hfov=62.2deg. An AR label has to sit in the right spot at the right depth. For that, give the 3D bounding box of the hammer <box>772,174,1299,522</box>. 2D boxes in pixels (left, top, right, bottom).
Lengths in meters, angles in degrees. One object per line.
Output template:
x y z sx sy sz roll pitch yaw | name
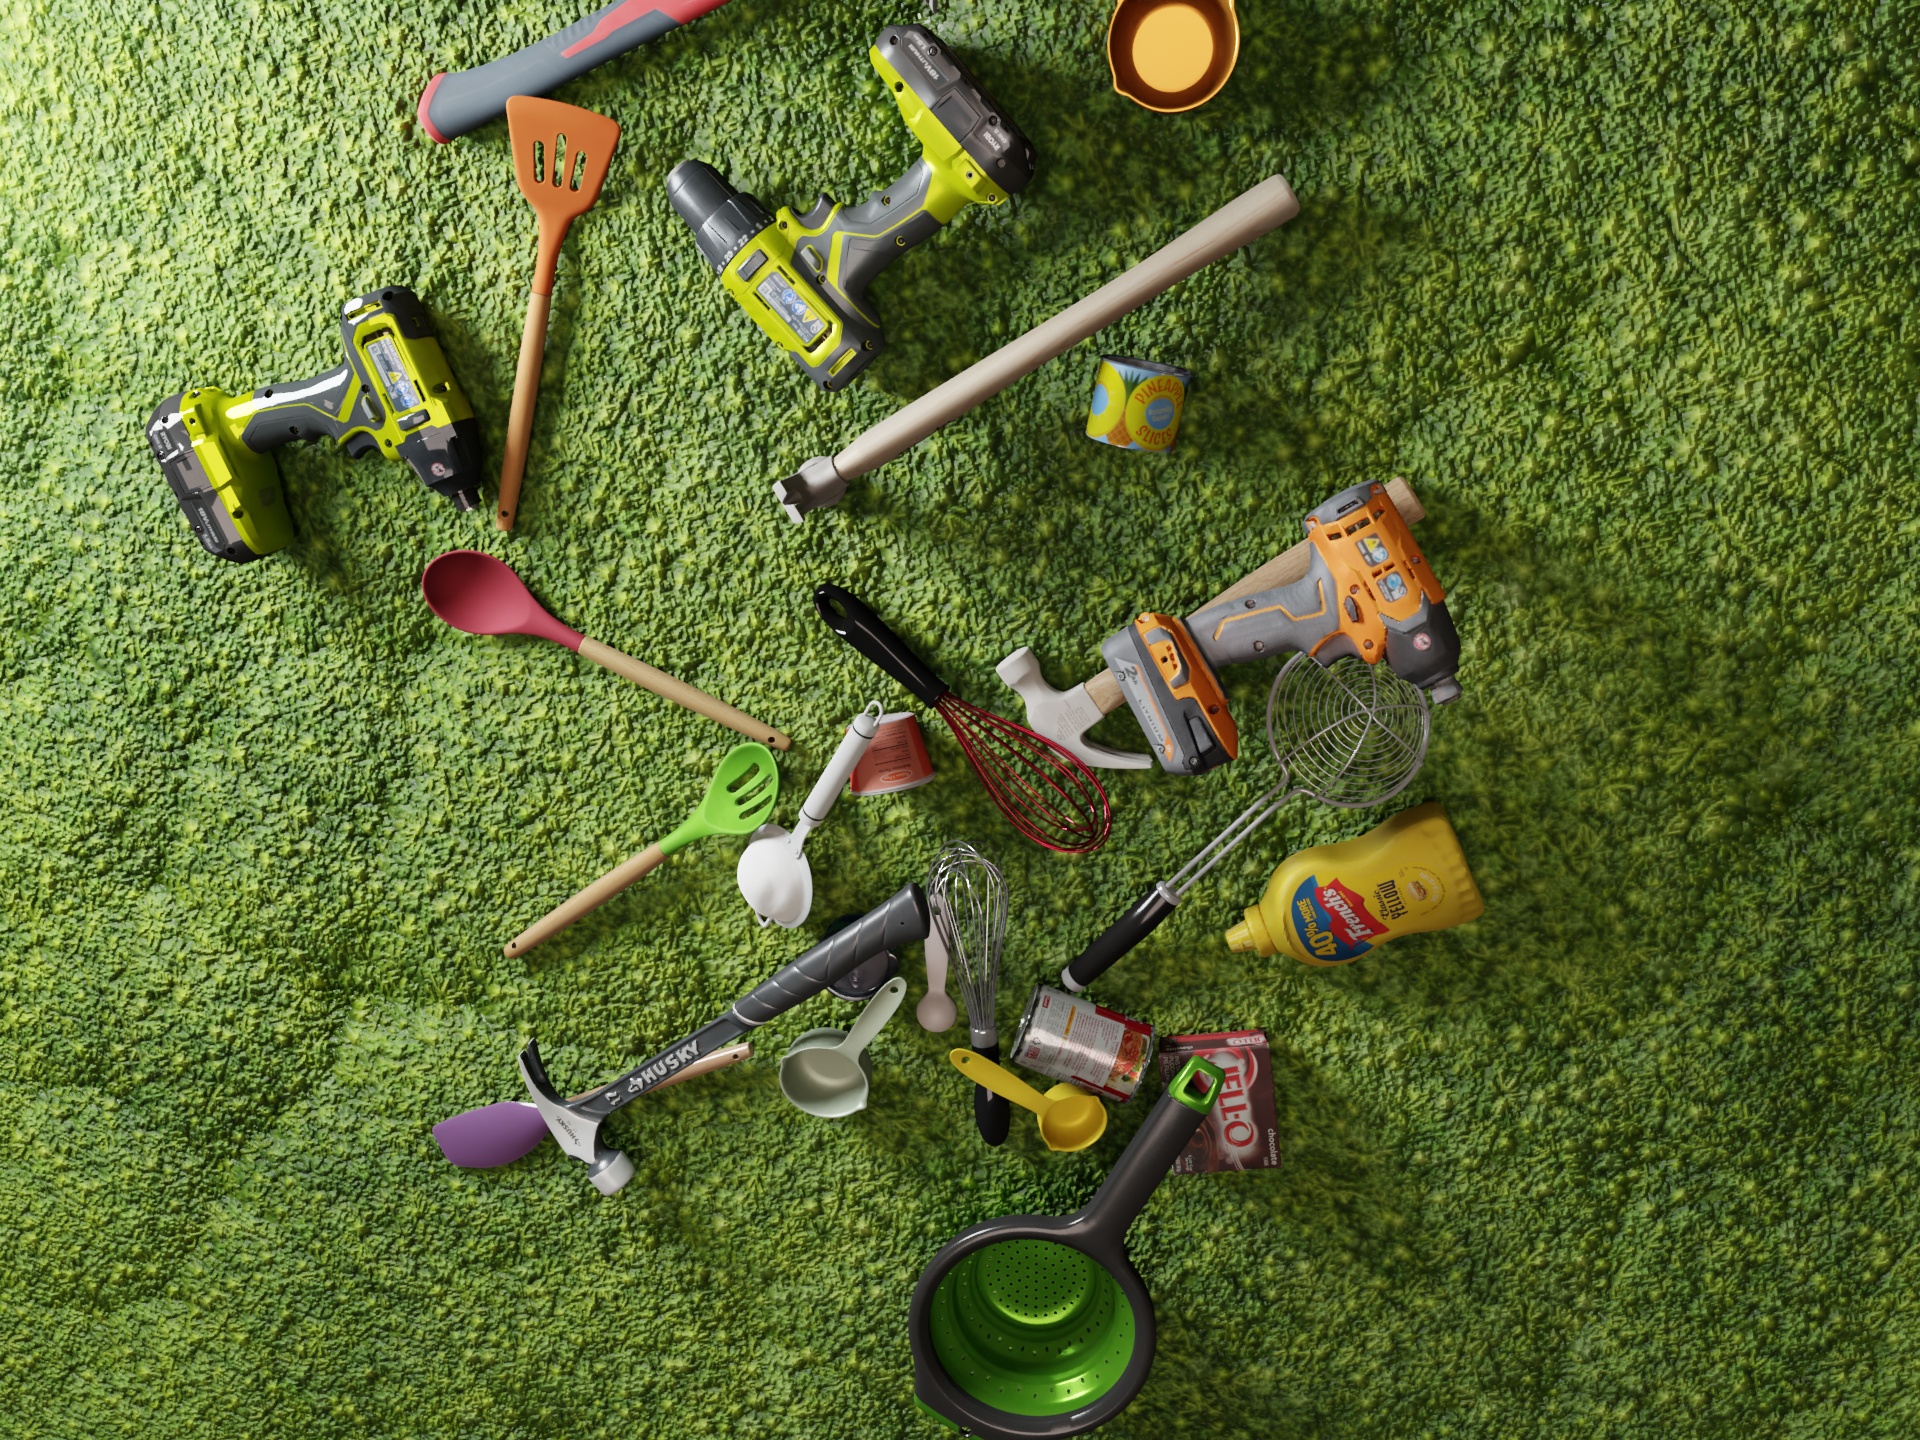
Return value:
0.050 -0.258 1.113 0.410 0.146 0.038 -30 100 10 | hammer

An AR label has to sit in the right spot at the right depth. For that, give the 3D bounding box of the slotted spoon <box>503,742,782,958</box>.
-0.263 0.116 1.311 0.313 0.031 0.070 -34 66 18 | slotted spoon

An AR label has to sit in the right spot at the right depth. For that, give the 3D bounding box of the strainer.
-0.122 0.079 1.243 0.087 0.050 0.258 50 125 26 | strainer

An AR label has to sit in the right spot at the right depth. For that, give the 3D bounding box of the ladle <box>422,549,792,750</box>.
-0.277 -0.050 1.266 0.315 0.031 0.069 26 110 -3 | ladle

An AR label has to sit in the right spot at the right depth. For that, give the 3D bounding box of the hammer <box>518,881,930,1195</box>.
-0.190 0.245 1.307 0.409 0.036 0.149 -34 100 18 | hammer

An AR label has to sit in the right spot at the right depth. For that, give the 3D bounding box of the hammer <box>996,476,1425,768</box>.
0.197 -0.074 1.195 0.331 0.031 0.130 -33 100 15 | hammer

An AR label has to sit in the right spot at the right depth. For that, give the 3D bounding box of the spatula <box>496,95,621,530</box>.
-0.319 -0.294 1.190 0.081 0.041 0.322 11 110 -11 | spatula

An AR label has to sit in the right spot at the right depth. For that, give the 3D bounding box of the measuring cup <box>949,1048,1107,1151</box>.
0.053 0.302 1.308 0.156 0.029 0.062 34 103 -19 | measuring cup

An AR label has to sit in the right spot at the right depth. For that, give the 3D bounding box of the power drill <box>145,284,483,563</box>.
-0.485 -0.212 1.219 0.223 0.080 0.171 -20 103 9 | power drill

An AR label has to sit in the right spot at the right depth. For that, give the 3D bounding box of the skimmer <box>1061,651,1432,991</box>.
0.210 0.086 1.243 0.127 0.090 0.363 43 117 0 | skimmer

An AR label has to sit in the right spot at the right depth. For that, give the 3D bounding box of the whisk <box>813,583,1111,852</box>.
-0.002 -0.004 1.215 0.296 0.073 0.073 42 107 7 | whisk

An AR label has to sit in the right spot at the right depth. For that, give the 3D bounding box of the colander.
0.102 0.425 1.325 0.204 0.094 0.397 30 105 -2 | colander

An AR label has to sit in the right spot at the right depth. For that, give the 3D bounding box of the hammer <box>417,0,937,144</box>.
-0.205 -0.483 1.108 0.386 0.038 0.143 -20 87 15 | hammer

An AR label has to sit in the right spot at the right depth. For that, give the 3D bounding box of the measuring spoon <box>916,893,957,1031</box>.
-0.021 0.202 1.312 0.034 0.018 0.124 2 106 7 | measuring spoon

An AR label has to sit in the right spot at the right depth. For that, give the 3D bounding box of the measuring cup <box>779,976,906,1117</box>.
-0.087 0.260 1.316 0.083 0.038 0.167 32 116 -8 | measuring cup

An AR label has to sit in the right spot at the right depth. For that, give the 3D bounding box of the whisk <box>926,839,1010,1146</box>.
0.017 0.227 1.297 0.070 0.070 0.284 -3 111 8 | whisk

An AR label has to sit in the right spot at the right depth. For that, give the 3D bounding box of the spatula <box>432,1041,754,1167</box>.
-0.320 0.333 1.389 0.316 0.018 0.059 -21 106 14 | spatula

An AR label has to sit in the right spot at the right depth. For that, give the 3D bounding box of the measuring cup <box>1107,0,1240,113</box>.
0.118 -0.489 1.072 0.095 0.052 0.173 -37 97 16 | measuring cup

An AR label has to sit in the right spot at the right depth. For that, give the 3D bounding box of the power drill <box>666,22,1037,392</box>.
-0.079 -0.373 1.119 0.228 0.080 0.190 -40 97 19 | power drill

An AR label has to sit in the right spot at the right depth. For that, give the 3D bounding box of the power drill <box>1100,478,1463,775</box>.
0.233 -0.046 1.124 0.226 0.084 0.164 -30 82 12 | power drill
